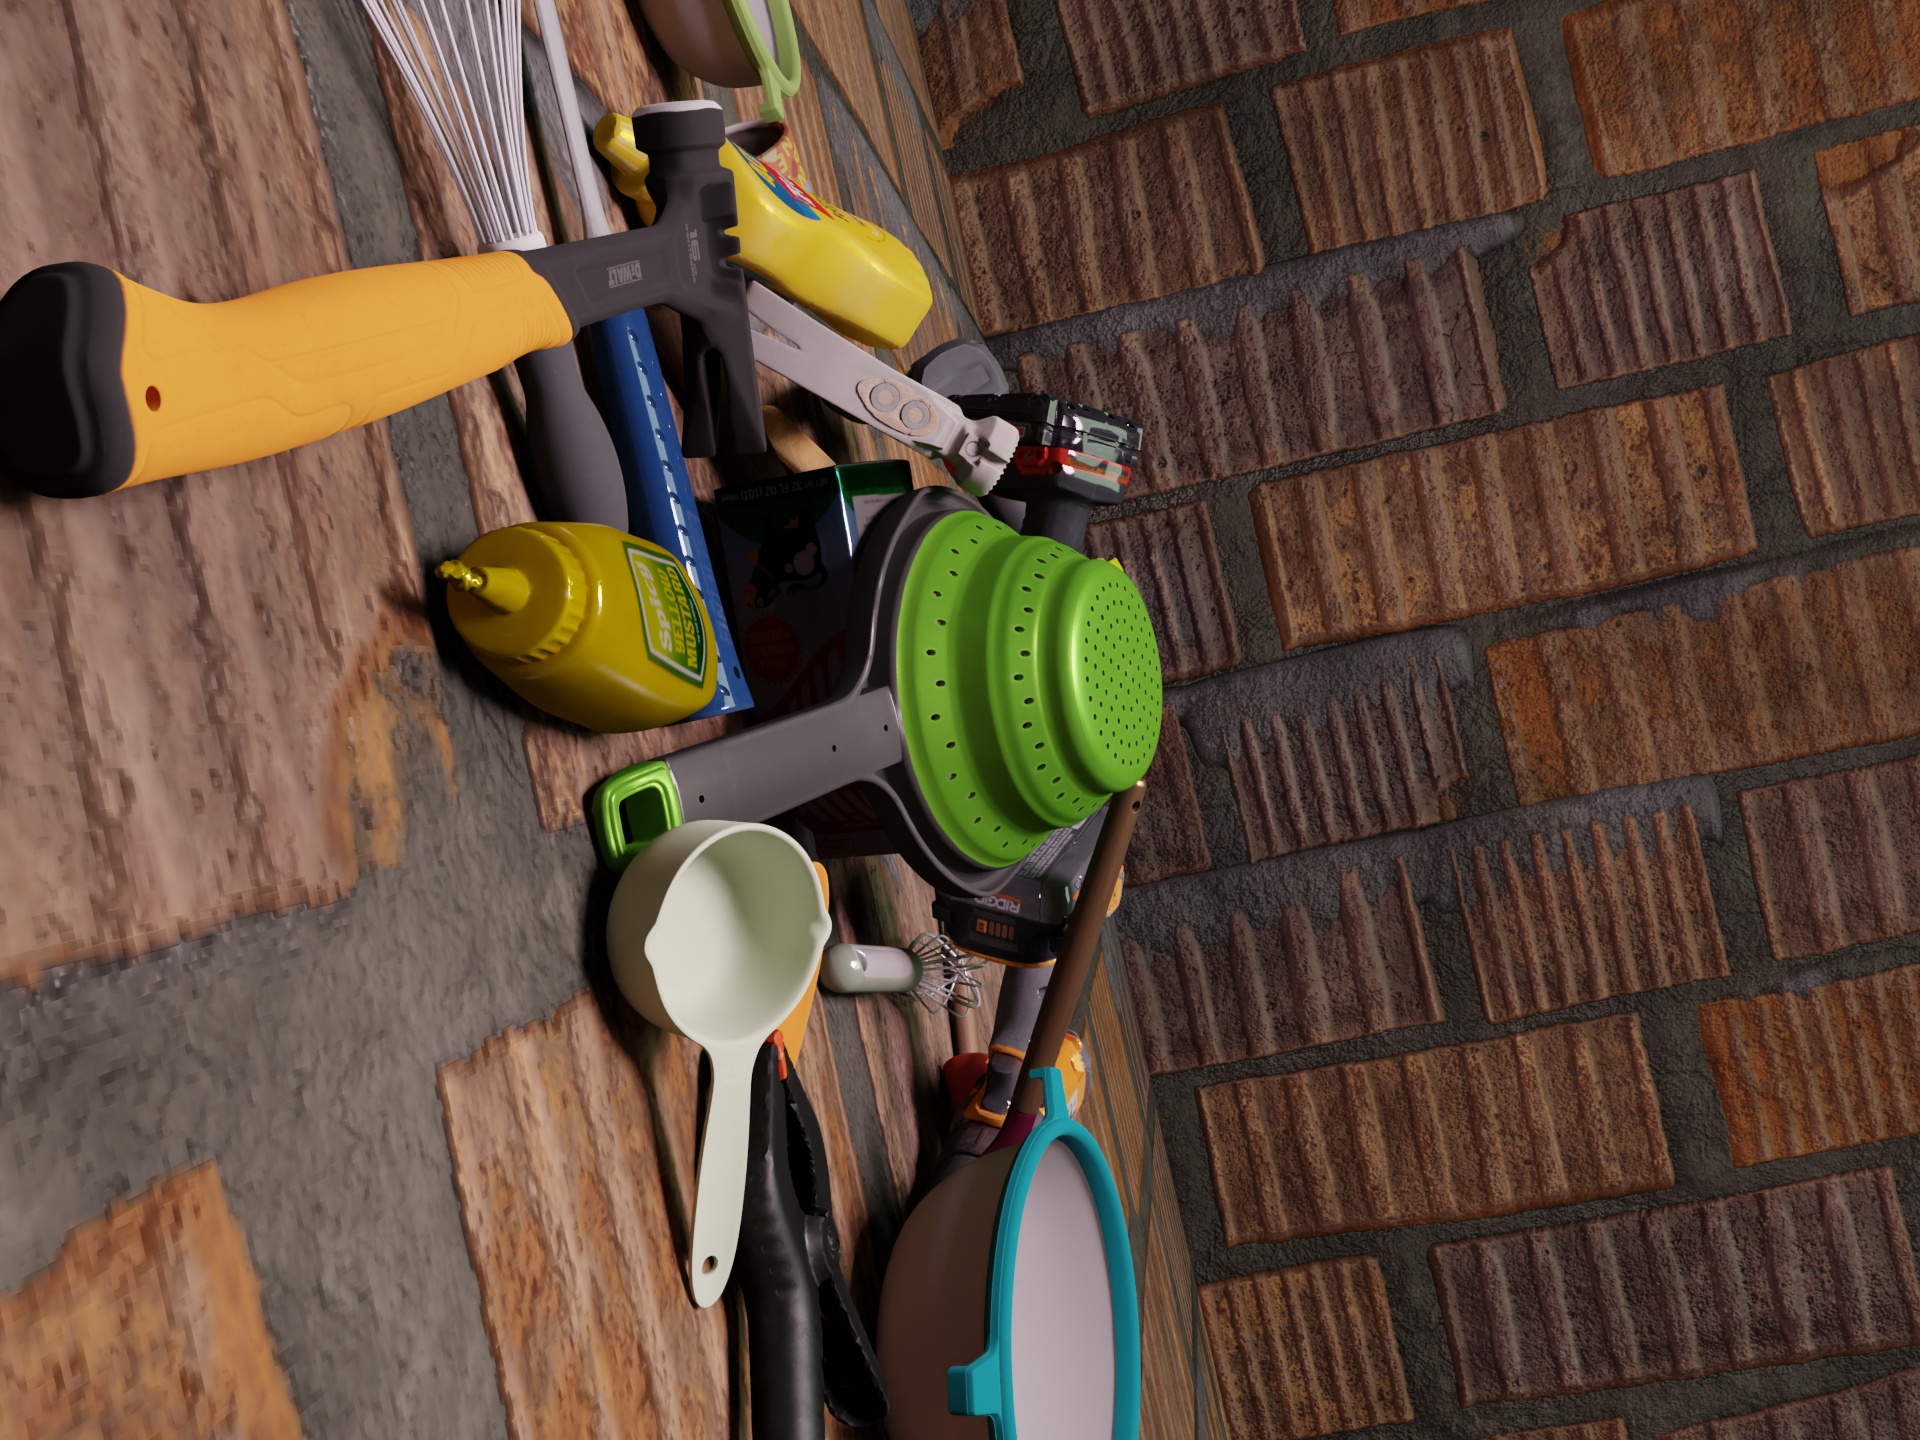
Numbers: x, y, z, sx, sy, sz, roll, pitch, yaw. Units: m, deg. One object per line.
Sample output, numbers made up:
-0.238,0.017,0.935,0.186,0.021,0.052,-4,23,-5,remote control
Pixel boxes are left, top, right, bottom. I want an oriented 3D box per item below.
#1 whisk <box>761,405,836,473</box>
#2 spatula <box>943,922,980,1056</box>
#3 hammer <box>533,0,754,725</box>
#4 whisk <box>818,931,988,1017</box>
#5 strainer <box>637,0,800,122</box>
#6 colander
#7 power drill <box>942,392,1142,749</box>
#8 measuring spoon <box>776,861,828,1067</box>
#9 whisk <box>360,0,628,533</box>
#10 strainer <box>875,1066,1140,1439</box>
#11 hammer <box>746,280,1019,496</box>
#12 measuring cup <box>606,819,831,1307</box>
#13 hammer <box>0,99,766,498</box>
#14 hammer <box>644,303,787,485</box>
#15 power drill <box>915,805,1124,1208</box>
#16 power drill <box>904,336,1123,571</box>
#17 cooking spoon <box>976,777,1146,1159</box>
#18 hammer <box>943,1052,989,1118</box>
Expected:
-0.085,-0.150,1.015,0.047,0.051,0.244,58,7,16,whisk
0.009,0.250,1.081,0.059,0.018,0.316,49,29,-55,spatula
-0.146,-0.199,0.653,0.144,0.035,0.405,-27,104,-81,hammer
-0.029,0.141,0.897,0.058,0.059,0.246,64,9,15,whisk
-0.145,-0.440,0.915,0.257,0.069,0.151,-92,164,-56,strainer
-0.001,-0.002,0.698,0.397,0.094,0.204,-22,105,-60,colander
0.016,-0.079,0.973,0.080,0.188,0.226,8,93,-38,power drill
-0.069,0.111,0.631,0.021,0.011,0.117,0,105,-44,measuring spoon
-0.156,-0.182,0.519,0.070,0.070,0.284,-85,166,-64,whisk
0.032,0.353,0.787,0.211,0.095,0.340,-67,145,-56,strainer
-0.068,-0.197,0.937,0.038,0.146,0.411,-60,-167,7,hammer
-0.090,0.116,0.550,0.083,0.038,0.167,1,95,-49,measuring cup
-0.131,-0.107,0.445,0.337,0.034,0.127,-57,144,-65,hammer
-0.099,-0.113,0.861,0.331,0.031,0.130,64,15,-57,hammer
0.027,0.175,0.898,0.185,0.084,0.226,-42,140,-58,power drill
0.028,-0.151,1.121,0.228,0.080,0.190,59,-6,-6,power drill
0.041,0.178,0.825,0.068,0.017,0.319,10,101,-43,cooking spoon
0.018,0.359,0.920,0.149,0.036,0.359,67,13,-51,hammer
